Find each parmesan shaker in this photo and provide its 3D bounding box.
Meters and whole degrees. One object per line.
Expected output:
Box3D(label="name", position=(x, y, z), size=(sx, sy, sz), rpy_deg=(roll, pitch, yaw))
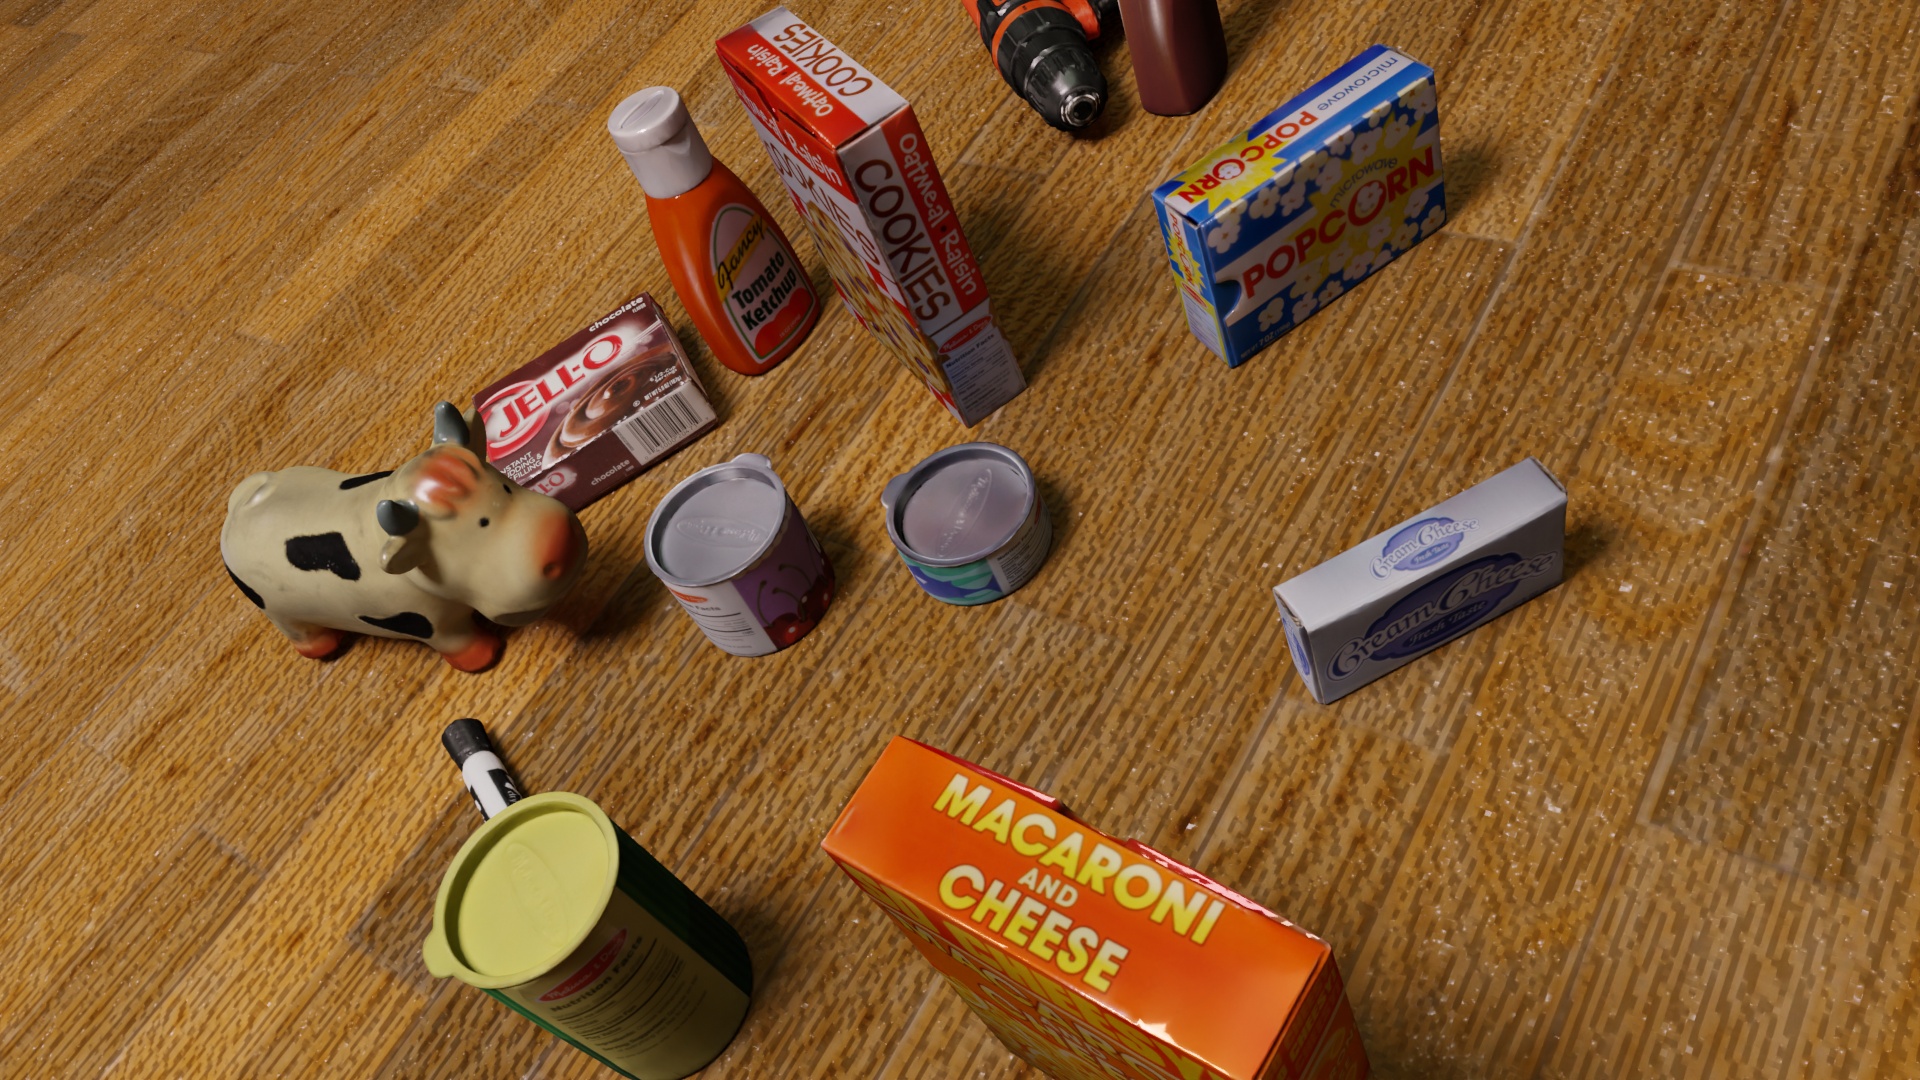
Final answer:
Box3D(label="parmesan shaker", position=(-0.126, 0.142, 0.482), size=(0.071, 0.102, 0.072), rpy_deg=(-11, 50, 14))

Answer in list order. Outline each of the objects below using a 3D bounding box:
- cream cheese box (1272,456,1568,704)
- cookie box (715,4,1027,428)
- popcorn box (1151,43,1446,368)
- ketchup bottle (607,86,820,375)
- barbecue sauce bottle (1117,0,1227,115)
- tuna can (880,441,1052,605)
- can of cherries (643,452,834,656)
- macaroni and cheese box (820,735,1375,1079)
Box3D(label="cream cheese box", position=(0.166, 0.016, 0.497), size=(0.104, 0.053, 0.024), rpy_deg=(-27, 48, 0))
Box3D(label="cookie box", position=(-0.040, -0.145, 0.634), size=(0.040, 0.166, 0.123), rpy_deg=(-36, 49, -7))
Box3D(label="popcorn box", position=(0.152, -0.147, 0.612), size=(0.127, 0.085, 0.038), rpy_deg=(-34, 48, -6))
Box3D(label="ketchup bottle", position=(-0.123, -0.153, 0.687), size=(0.043, 0.148, 0.065), rpy_deg=(23, 65, 35))
Box3D(label="barbecue sauce bottle", position=(0.102, -0.295, 0.709), size=(0.043, 0.148, 0.065), rpy_deg=(11, 59, 29))
Box3D(label="tuna can", position=(0.002, -0.007, 0.596), size=(0.071, 0.032, 0.071), rpy_deg=(-11, 50, 14))
Box3D(label="can of cherries", position=(-0.093, 0.007, 0.607), size=(0.071, 0.058, 0.072), rpy_deg=(-11, 50, 14))
Box3D(label="macaroni and cheese box", position=(0.047, 0.127, 0.380), size=(0.124, 0.165, 0.040), rpy_deg=(20, 63, 34))
